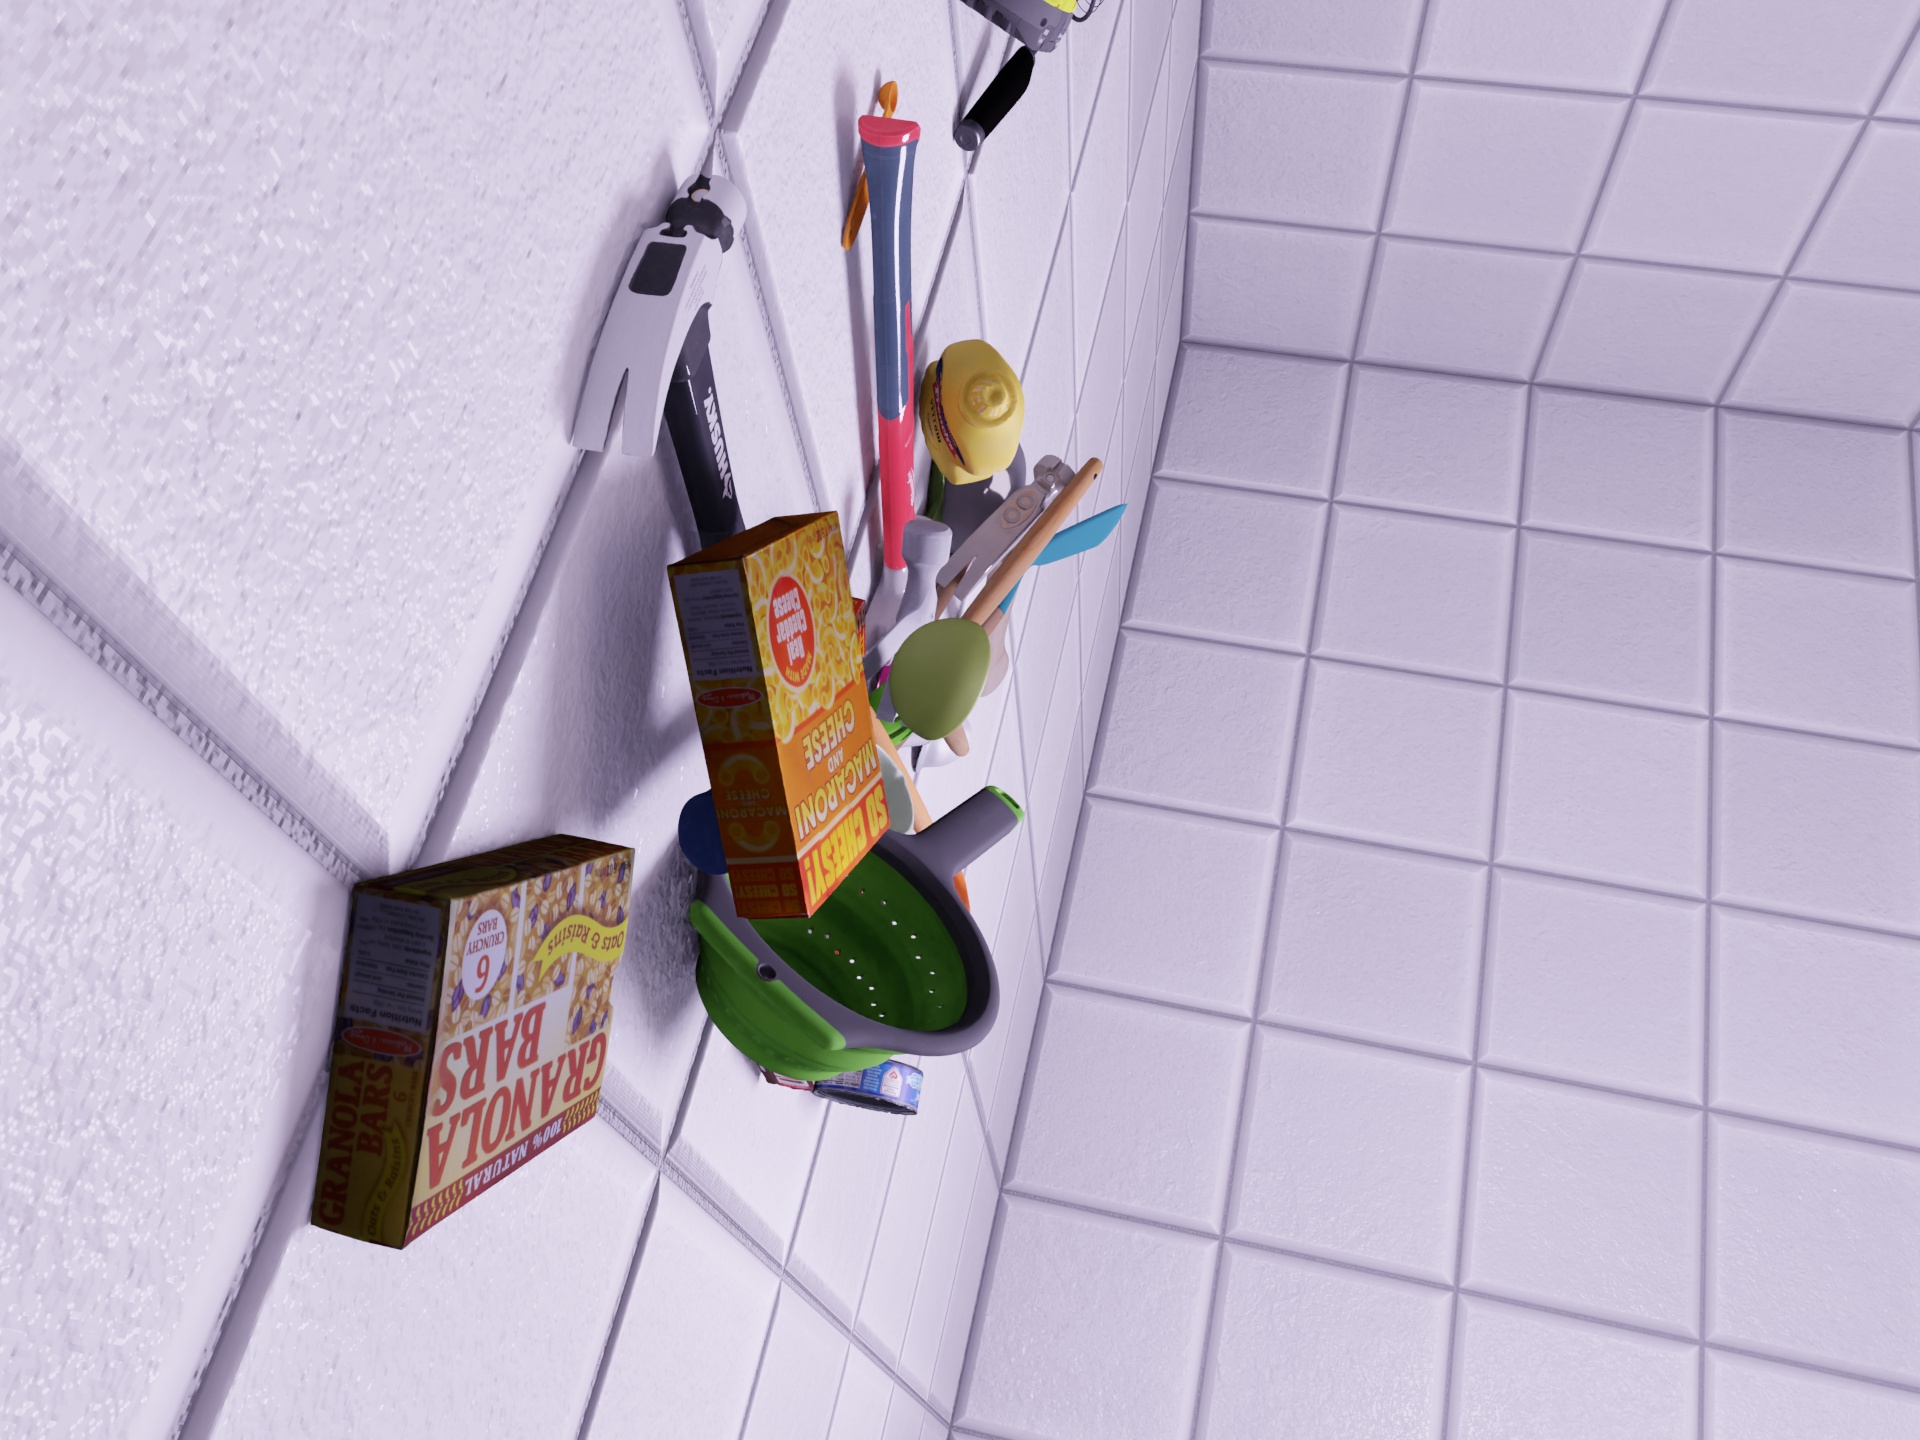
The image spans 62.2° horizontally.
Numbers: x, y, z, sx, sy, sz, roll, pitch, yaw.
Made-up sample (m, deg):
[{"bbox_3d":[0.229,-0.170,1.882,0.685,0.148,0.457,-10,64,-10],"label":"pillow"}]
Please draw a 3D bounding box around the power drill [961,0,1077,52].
[{"bbox_3d":[0.088,-0.590,1.111,0.223,0.080,0.171,-55,-178,24],"label":"power drill"}]

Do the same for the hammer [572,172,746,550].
[{"bbox_3d":[-0.121,-0.089,0.798,0.334,0.035,0.146,86,16,-54],"label":"hammer"}]

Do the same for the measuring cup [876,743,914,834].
[{"bbox_3d":[-0.050,0.095,1.135,0.167,0.038,0.083,64,22,-1],"label":"measuring cup"}]

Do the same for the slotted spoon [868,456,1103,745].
[{"bbox_3d":[0.020,-0.094,1.242,0.314,0.031,0.070,-52,151,-19],"label":"slotted spoon"}]

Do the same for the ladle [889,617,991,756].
[{"bbox_3d":[-0.002,-0.003,1.091,0.320,0.062,0.078,65,43,-78],"label":"ladle"}]

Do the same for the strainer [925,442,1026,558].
[{"bbox_3d":[0.010,-0.181,1.346,0.256,0.069,0.151,-69,165,-54],"label":"strainer"}]

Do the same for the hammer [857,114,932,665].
[{"bbox_3d":[-0.048,-0.211,1.060,0.386,0.038,0.143,90,15,-49],"label":"hammer"}]

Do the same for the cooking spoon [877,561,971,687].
[{"bbox_3d":[-0.026,-0.091,1.376,0.319,0.017,0.068,-64,162,-57],"label":"cooking spoon"}]

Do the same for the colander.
[{"bbox_3d":[-0.055,0.122,0.992,0.094,0.204,0.397,-51,171,22],"label":"colander"}]

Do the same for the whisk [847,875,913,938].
[{"bbox_3d":[-0.081,0.085,1.067,0.051,0.047,0.244,-35,131,-20],"label":"whisk"}]

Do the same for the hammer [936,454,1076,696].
[{"bbox_3d":[0.026,-0.096,1.465,0.146,0.038,0.410,-47,170,-16],"label":"hammer"}]

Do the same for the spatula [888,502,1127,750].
[{"bbox_3d":[0.023,-0.065,1.289,0.317,0.044,0.082,-52,177,-19],"label":"spatula"}]

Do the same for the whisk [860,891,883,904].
[{"bbox_3d":[-0.062,0.132,1.277,0.295,0.073,0.073,58,42,-83],"label":"whisk"}]

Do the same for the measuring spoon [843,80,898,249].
[{"bbox_3d":[-0.059,-0.345,0.988,0.021,0.011,0.117,60,44,-74],"label":"measuring spoon"}]

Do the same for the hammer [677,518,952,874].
[{"bbox_3d":[-0.073,-0.006,0.943,0.406,0.035,0.144,-56,156,-66],"label":"hammer"}]

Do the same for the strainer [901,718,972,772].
[{"bbox_3d":[-0.030,0.014,1.402,0.087,0.050,0.258,-67,168,6],"label":"strainer"}]

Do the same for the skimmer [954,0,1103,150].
[{"bbox_3d":[0.050,-0.583,1.316,0.127,0.090,0.363,91,22,-53],"label":"skimmer"}]

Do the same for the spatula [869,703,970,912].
[{"bbox_3d":[-0.039,0.085,1.248,0.081,0.041,0.322,61,-3,42],"label":"spatula"}]
